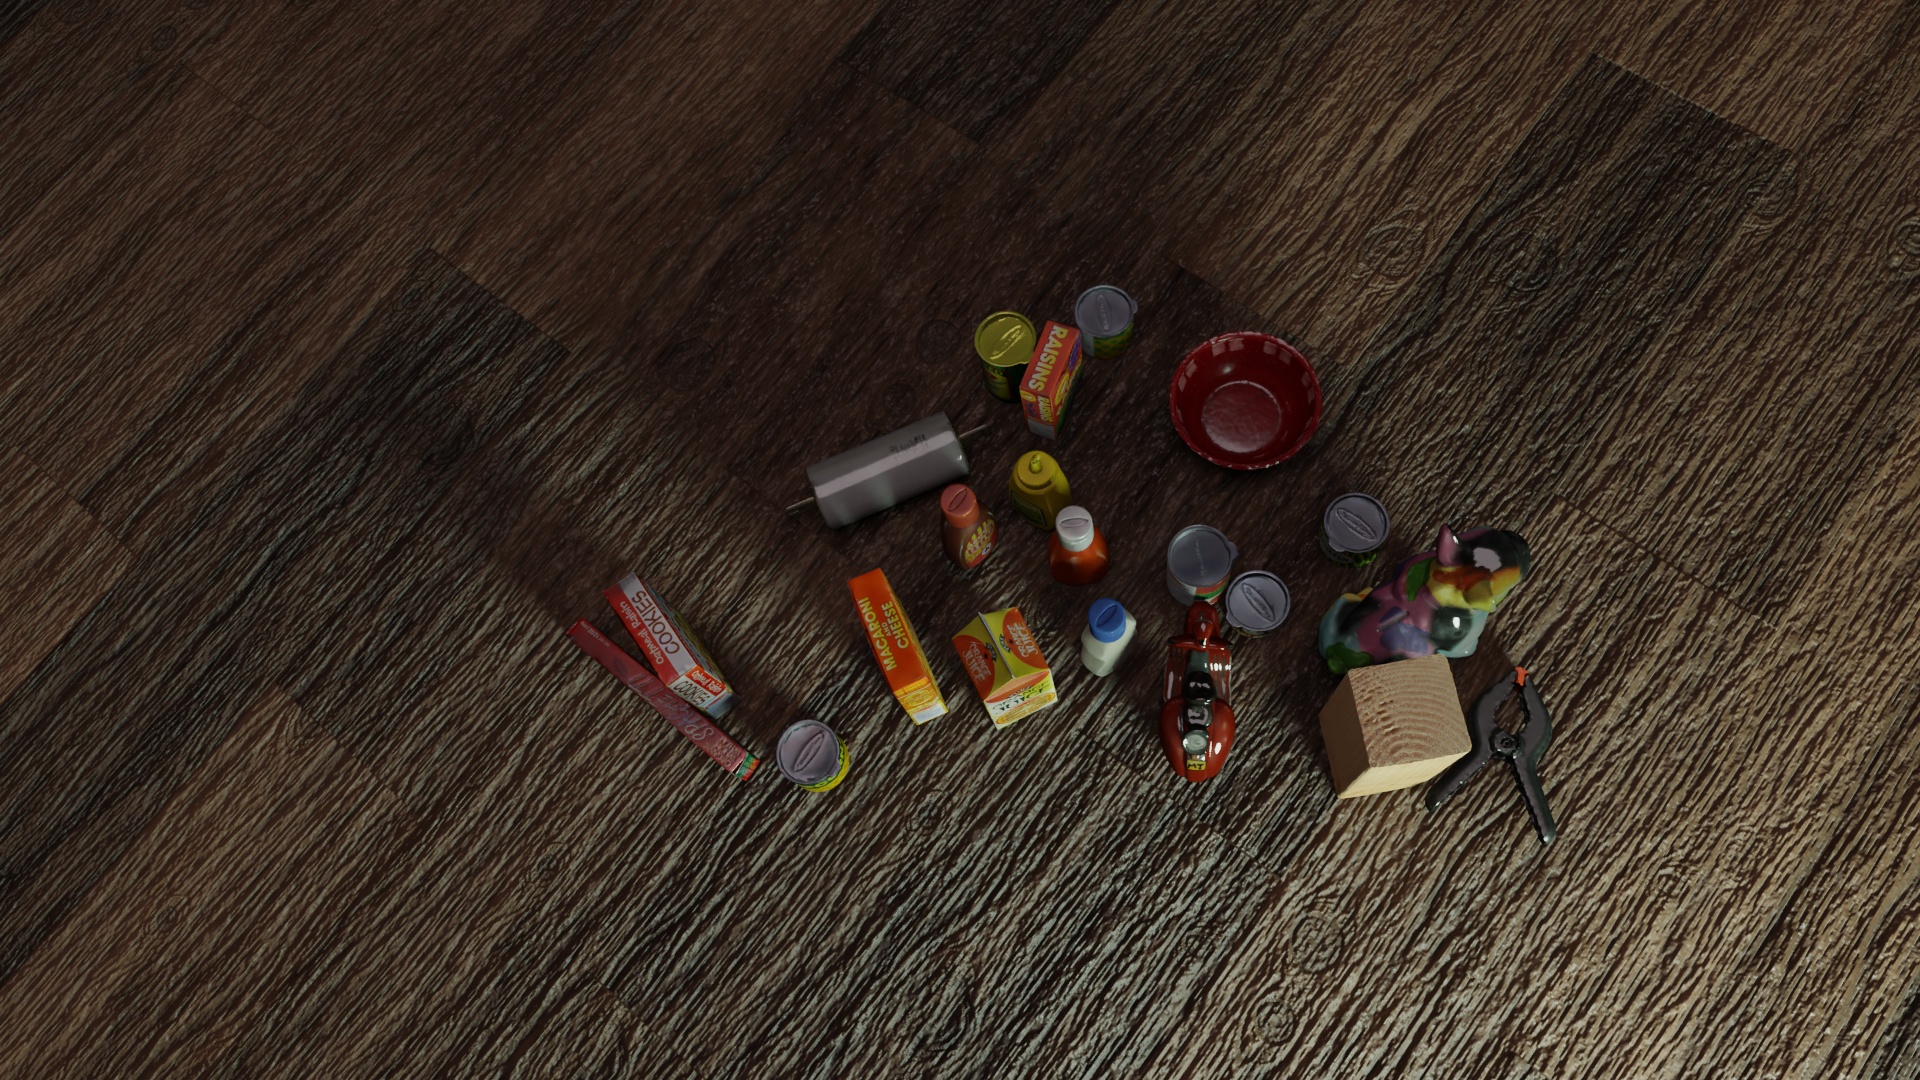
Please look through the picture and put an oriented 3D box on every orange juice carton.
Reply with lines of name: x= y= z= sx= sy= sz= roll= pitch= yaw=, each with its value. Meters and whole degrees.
orange juice carton: x=0.044 y=0.125 z=1.373 sx=0.073 sy=0.192 sz=0.072 roll=-26 pitch=71 yaw=-2

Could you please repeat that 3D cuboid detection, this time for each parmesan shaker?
parmesan shaker: x=0.056 y=-0.198 z=1.528 sx=0.071 sy=0.103 sz=0.071 roll=-2 pitch=72 yaw=7

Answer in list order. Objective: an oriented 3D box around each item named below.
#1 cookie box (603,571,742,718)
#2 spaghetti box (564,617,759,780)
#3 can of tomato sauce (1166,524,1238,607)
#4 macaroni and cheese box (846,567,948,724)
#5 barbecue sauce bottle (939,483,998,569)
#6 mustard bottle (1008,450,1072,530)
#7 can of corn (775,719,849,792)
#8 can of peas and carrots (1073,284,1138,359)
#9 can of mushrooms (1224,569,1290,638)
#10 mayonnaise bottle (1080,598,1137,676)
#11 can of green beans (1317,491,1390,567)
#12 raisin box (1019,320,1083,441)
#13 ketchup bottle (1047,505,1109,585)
cookie box: x=-0.295 y=0.112 z=1.432 sx=0.040 sy=0.167 sz=0.123 roll=-37 pitch=71 yaw=-5
spaghetti box: x=-0.317 y=0.168 z=1.478 sx=0.250 sy=0.050 sz=0.029 roll=35 pitch=79 yaw=17
can of tomato sauce: x=0.249 y=0.027 z=1.438 sx=0.071 sy=0.083 sz=0.071 roll=-2 pitch=72 yaw=6
macaroni and cheese box: x=-0.062 y=0.110 z=1.405 sx=0.040 sy=0.166 sz=0.124 roll=-24 pitch=71 yaw=-1
barbecue sauce bottle: x=0.005 y=-0.018 z=1.449 sx=0.044 sy=0.148 sz=0.065 roll=36 pitch=80 yaw=16
mustard bottle: x=0.080 y=-0.059 z=1.448 sx=0.065 sy=0.160 sz=0.049 roll=33 pitch=79 yaw=16
can of corn: x=-0.150 y=0.225 z=1.434 sx=0.071 sy=0.058 sz=0.071 roll=-2 pitch=71 yaw=6
can of peas and carrots: x=0.164 y=-0.245 z=1.554 sx=0.071 sy=0.058 sz=0.071 roll=-2 pitch=71 yaw=6
can of mushrooms: x=0.306 y=0.068 z=1.444 sx=0.071 sy=0.033 sz=0.071 roll=-2 pitch=71 yaw=6
mayonnaise bottle: x=0.148 y=0.094 z=1.394 sx=0.041 sy=0.147 sz=0.065 roll=41 pitch=81 yaw=17
can of green beans: x=0.408 y=-0.010 z=1.445 sx=0.071 sy=0.057 sz=0.071 roll=-2 pitch=71 yaw=6
raisin box: x=0.100 y=-0.171 z=1.503 sx=0.040 sy=0.123 sz=0.086 roll=20 pitch=75 yaw=13
ketchup bottle: x=0.120 y=0.006 z=1.427 sx=0.065 sy=0.148 sz=0.043 roll=-6 pitch=71 yaw=5
